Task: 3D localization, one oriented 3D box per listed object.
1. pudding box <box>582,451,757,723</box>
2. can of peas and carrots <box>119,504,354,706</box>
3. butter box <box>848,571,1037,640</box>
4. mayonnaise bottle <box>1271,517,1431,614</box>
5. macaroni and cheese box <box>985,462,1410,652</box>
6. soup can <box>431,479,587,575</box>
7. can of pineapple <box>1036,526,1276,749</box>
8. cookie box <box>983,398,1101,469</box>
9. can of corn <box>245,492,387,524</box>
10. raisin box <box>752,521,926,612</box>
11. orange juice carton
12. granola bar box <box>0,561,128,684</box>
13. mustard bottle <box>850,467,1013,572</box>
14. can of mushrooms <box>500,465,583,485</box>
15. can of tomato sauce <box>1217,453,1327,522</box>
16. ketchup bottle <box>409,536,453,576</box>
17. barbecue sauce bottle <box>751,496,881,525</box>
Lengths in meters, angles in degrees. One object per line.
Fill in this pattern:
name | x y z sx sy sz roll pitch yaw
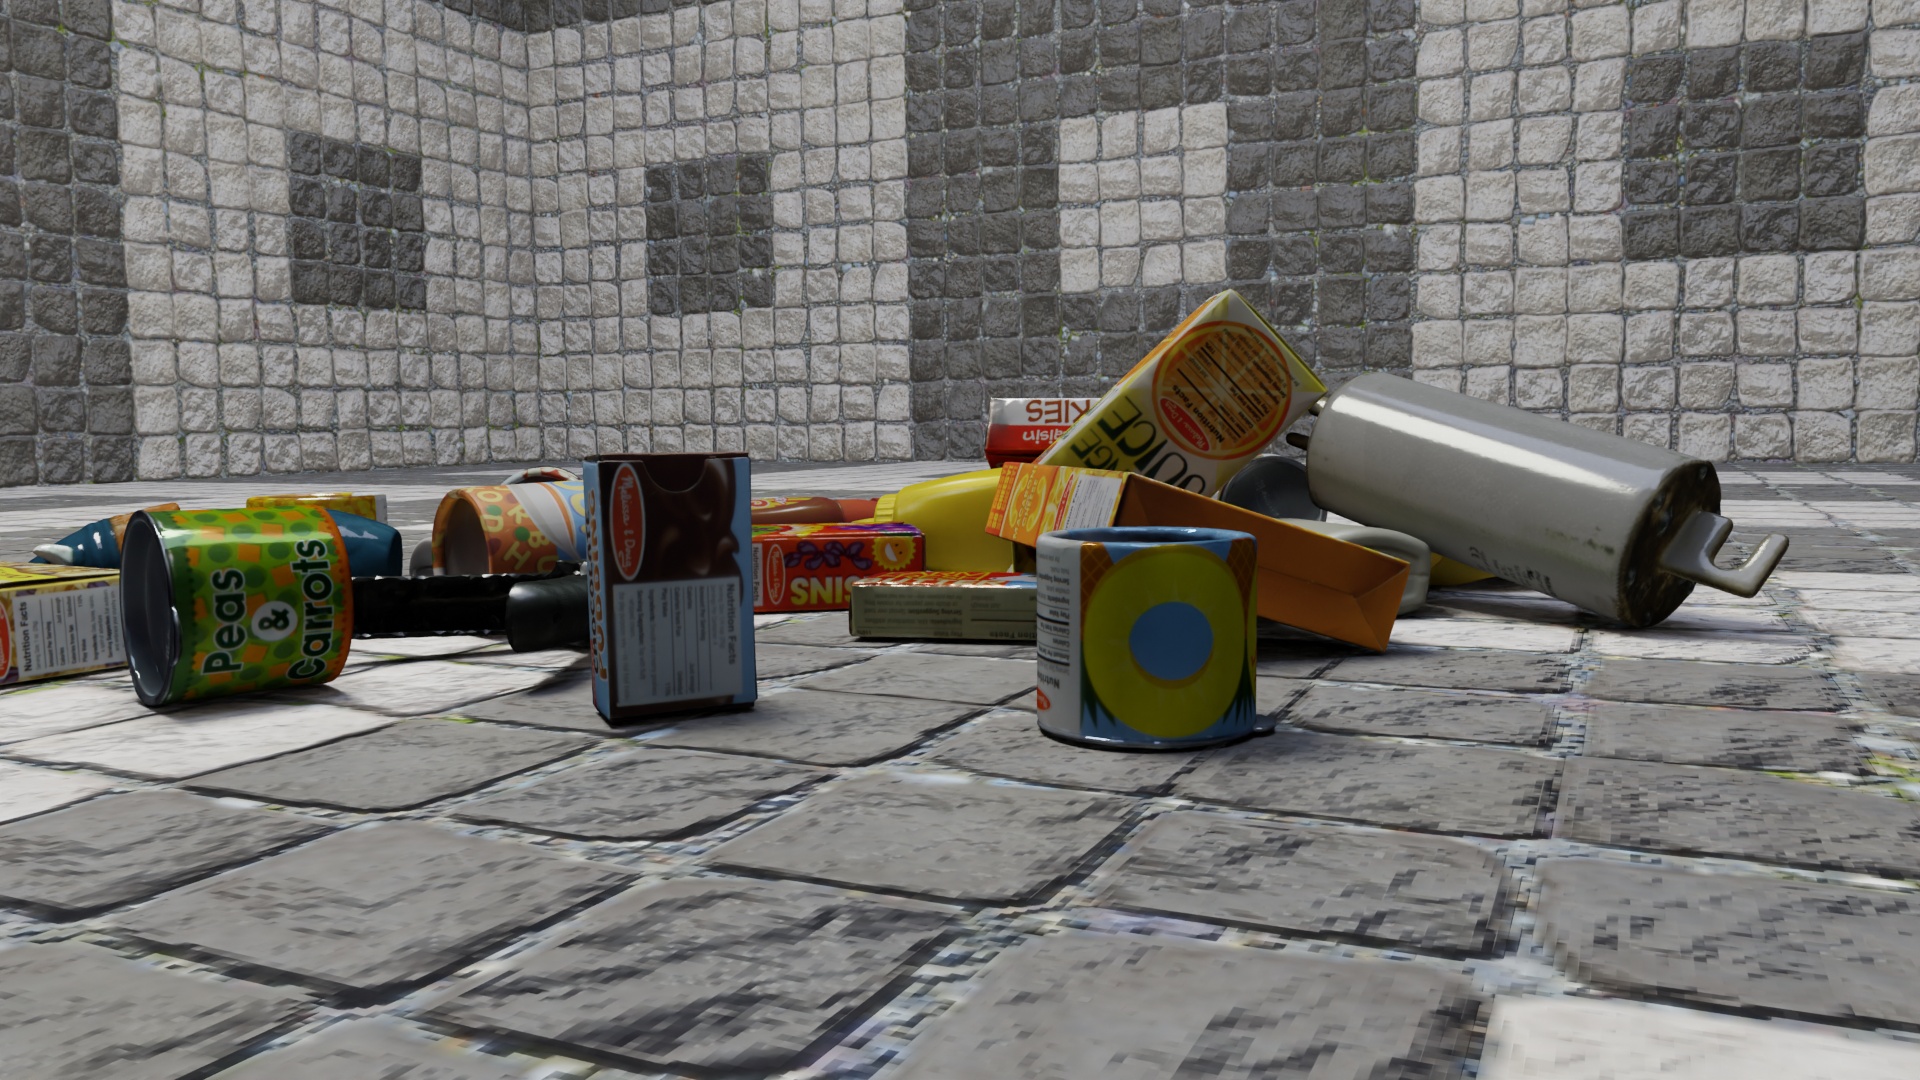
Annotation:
pudding box | -0.093 0.013 0.445 0.050 0.083 0.030 -3 5 -26
can of peas and carrots | -0.250 0.021 0.481 0.059 0.071 0.071 -5 6 -44
butter box | 0.008 0.028 0.597 0.103 0.024 0.053 0 4 12
mayonnaise bottle | 0.167 0.010 0.690 0.065 0.041 0.148 4 2 -15
macaroni and cheese box | 0.093 0.002 0.597 0.124 0.040 0.166 17 1 -15
soup can | -0.191 0.003 0.643 0.084 0.071 0.071 -6 7 -43
can of pineapple | 0.057 0.026 0.415 0.071 0.057 0.071 -1 5 0
cookie box | 0.089 -0.037 0.872 0.123 0.040 0.167 1 -20 11
can of corn | -0.328 0.006 0.705 0.071 0.058 0.071 -1 4 0
raisin box | -0.084 0.012 0.711 0.123 0.040 0.086 -1 4 -11
orange juice carton | 0.089 -0.038 0.721 0.192 0.073 0.072 -43 3 5
granola bar box | -0.422 0.032 0.536 0.165 0.039 0.124 2 6 31
mustard bottle | 0.003 -0.010 0.802 0.160 0.065 0.049 -1 7 14
can of mushrooms | -0.256 -0.012 0.861 0.071 0.071 0.033 -2 5 -10
can of tomato sauce | 0.199 -0.022 0.902 0.071 0.071 0.083 0 4 9
ketchup bottle | -0.209 0.011 0.720 0.064 0.043 0.149 3 7 35
barbecue sauce bottle | -0.115 -0.007 0.897 0.149 0.043 0.065 -3 4 -25
